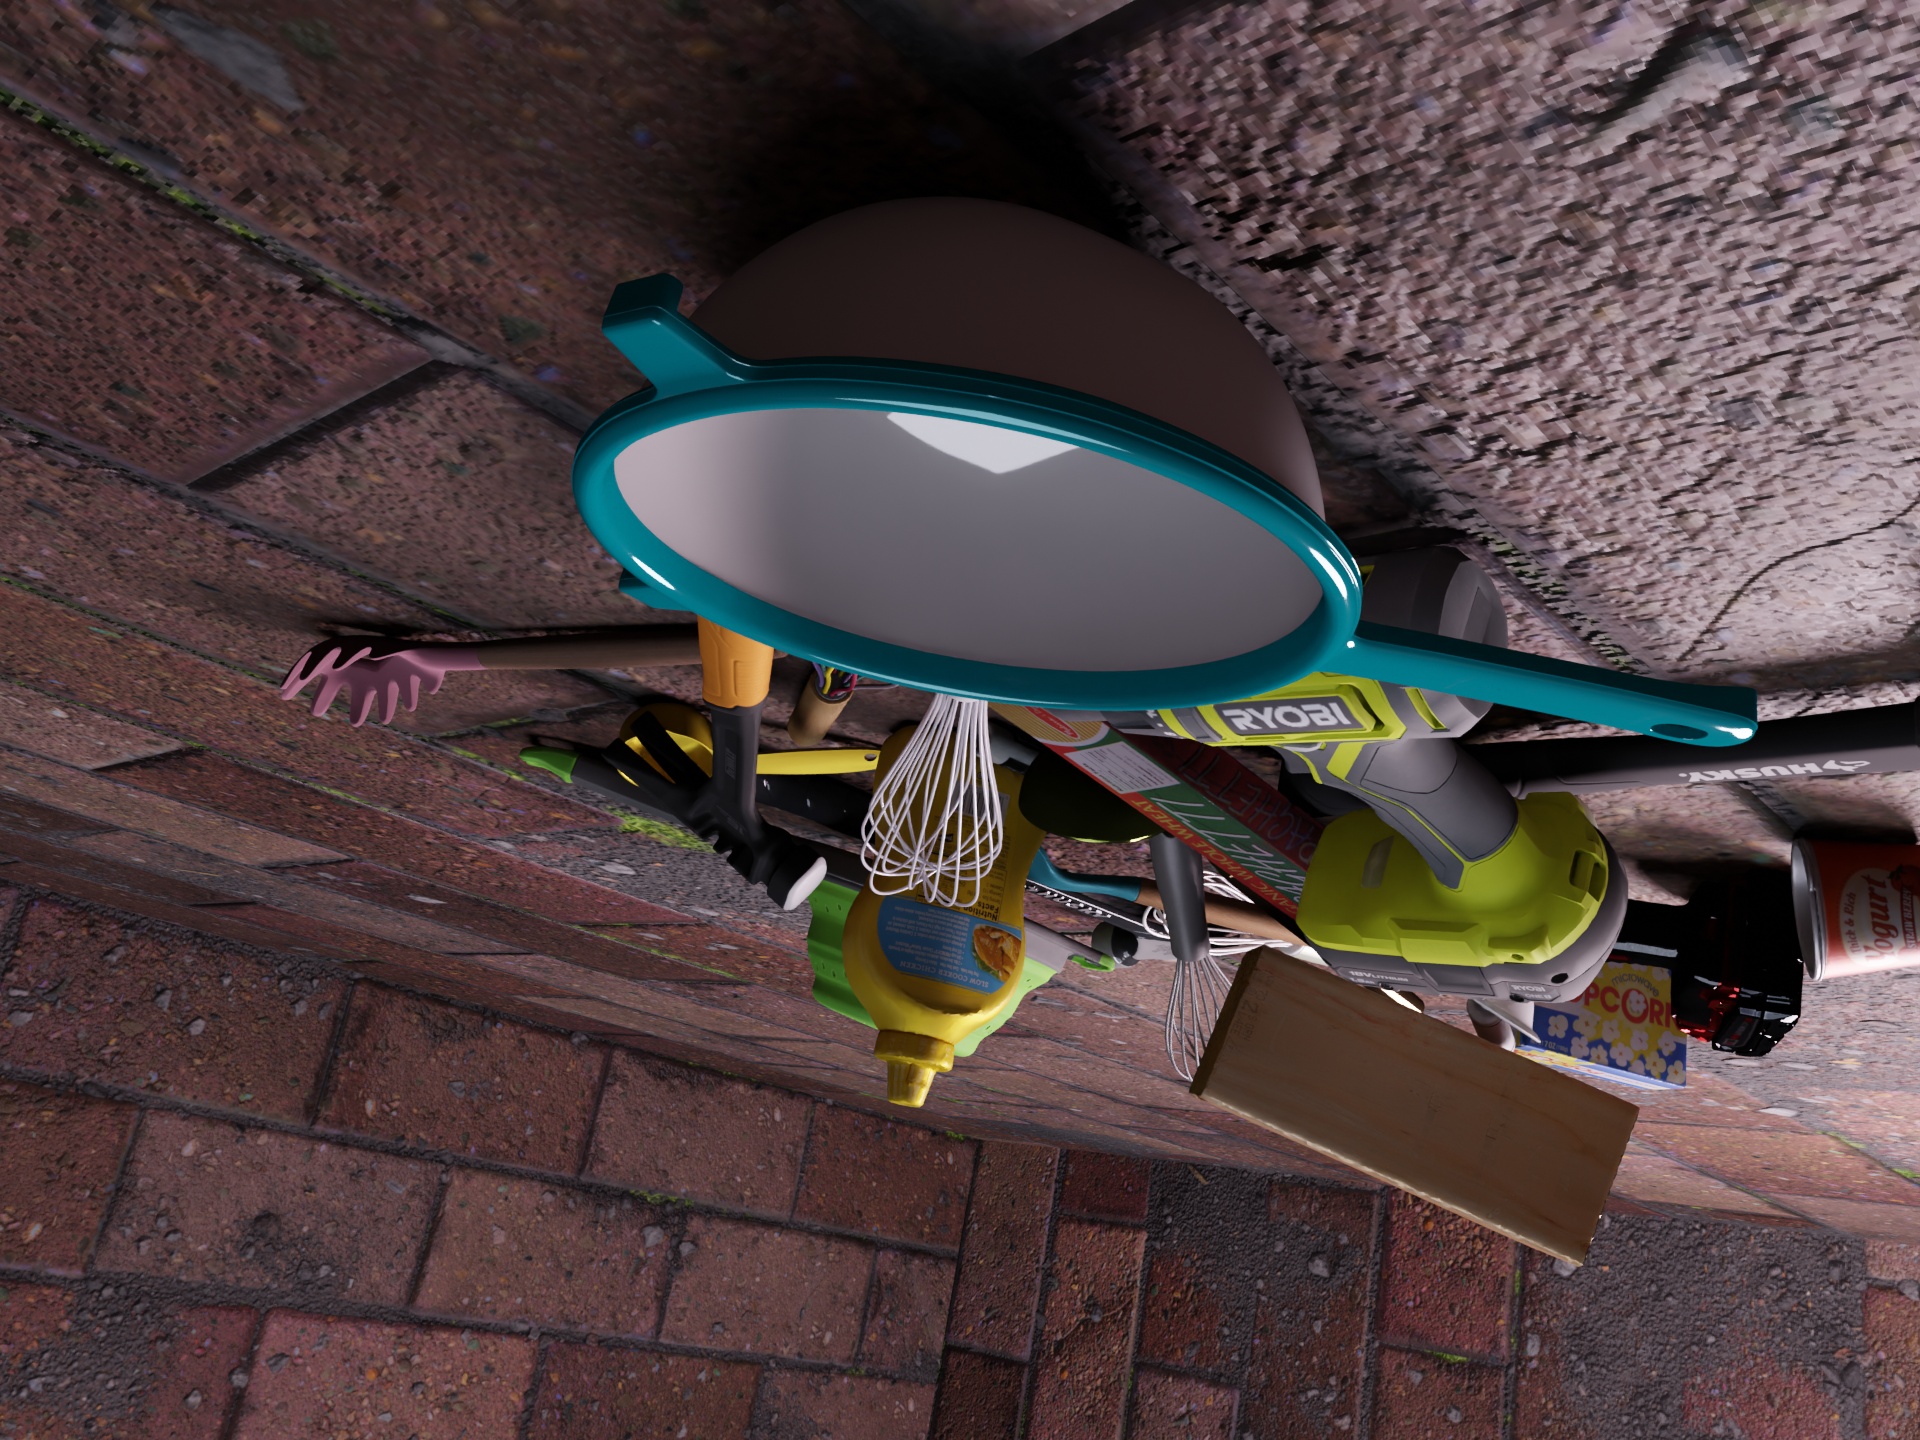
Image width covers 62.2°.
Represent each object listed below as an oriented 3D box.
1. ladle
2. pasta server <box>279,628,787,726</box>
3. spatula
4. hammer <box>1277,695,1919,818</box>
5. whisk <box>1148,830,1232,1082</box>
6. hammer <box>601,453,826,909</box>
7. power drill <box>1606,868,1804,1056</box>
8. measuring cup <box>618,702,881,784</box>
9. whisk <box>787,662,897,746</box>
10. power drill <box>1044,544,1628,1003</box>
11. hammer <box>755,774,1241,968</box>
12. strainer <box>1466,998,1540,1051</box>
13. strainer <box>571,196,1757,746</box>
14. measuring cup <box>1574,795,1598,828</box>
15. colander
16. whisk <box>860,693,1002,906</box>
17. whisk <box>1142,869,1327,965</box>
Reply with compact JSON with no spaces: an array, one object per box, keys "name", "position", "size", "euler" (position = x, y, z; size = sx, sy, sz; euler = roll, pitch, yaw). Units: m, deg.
[{"name":"ladle","position":[0.153,0.099,0.856],"size":[0.319,0.062,0.078],"euler":[37,-177,-32]},{"name":"pasta server","position":[-0.222,-0.027,0.810],"size":[0.316,0.040,0.060],"euler":[-1,157,28]},{"name":"spatula","position":[0.131,0.096,0.953],"size":[0.317,0.044,0.082],"euler":[15,159,-11]},{"name":"hammer","position":[0.279,0.020,0.673],"size":[0.335,0.035,0.146],"euler":[-9,153,45]},{"name":"whisk","position":[0.137,0.132,0.926],"size":[0.055,0.055,0.238],"euler":[3,129,23]},{"name":"hammer","position":[-0.098,-0.028,0.659],"size":[0.127,0.034,0.336],"euler":[39,152,11]},{"name":"power drill","position":[0.336,0.121,0.879],"size":[0.220,0.079,0.143],"euler":[8,160,20]},{"name":"measuring cup","position":[-0.115,0.013,0.895],"size":[0.156,0.029,0.062],"euler":[-1,142,-6]},{"name":"whisk","position":[-0.059,-0.020,0.733],"size":[0.051,0.047,0.245],"euler":[13,165,-10]},{"name":"power drill","position":[0.149,0.022,0.639],"size":[0.190,0.080,0.228],"euler":[-4,142,44]},{"name":"hammer","position":[0.016,0.094,1.039],"size":[0.408,0.036,0.149],"euler":[24,156,-34]},{"name":"strainer","position":[0.275,0.147,0.836],"size":[0.087,0.050,0.258],"euler":[37,176,30]},{"name":"strainer","position":[0.069,-0.066,0.449],"size":[0.340,0.095,0.211],"euler":[11,164,-8]},{"name":"measuring cup","position":[0.243,0.076,0.803],"size":[0.083,0.038,0.167],"euler":[22,146,-31]},{"name":"colander","position":[-0.105,0.124,1.011],"size":[0.397,0.094,0.204],"euler":[21,171,-2]},{"name":"whisk","position":[0.000,-0.003,0.665],"size":[0.070,0.070,0.284],"euler":[11,145,-1]},{"name":"whisk","position":[0.215,0.143,1.057],"size":[0.246,0.058,0.059],"euler":[19,128,-35]}]
